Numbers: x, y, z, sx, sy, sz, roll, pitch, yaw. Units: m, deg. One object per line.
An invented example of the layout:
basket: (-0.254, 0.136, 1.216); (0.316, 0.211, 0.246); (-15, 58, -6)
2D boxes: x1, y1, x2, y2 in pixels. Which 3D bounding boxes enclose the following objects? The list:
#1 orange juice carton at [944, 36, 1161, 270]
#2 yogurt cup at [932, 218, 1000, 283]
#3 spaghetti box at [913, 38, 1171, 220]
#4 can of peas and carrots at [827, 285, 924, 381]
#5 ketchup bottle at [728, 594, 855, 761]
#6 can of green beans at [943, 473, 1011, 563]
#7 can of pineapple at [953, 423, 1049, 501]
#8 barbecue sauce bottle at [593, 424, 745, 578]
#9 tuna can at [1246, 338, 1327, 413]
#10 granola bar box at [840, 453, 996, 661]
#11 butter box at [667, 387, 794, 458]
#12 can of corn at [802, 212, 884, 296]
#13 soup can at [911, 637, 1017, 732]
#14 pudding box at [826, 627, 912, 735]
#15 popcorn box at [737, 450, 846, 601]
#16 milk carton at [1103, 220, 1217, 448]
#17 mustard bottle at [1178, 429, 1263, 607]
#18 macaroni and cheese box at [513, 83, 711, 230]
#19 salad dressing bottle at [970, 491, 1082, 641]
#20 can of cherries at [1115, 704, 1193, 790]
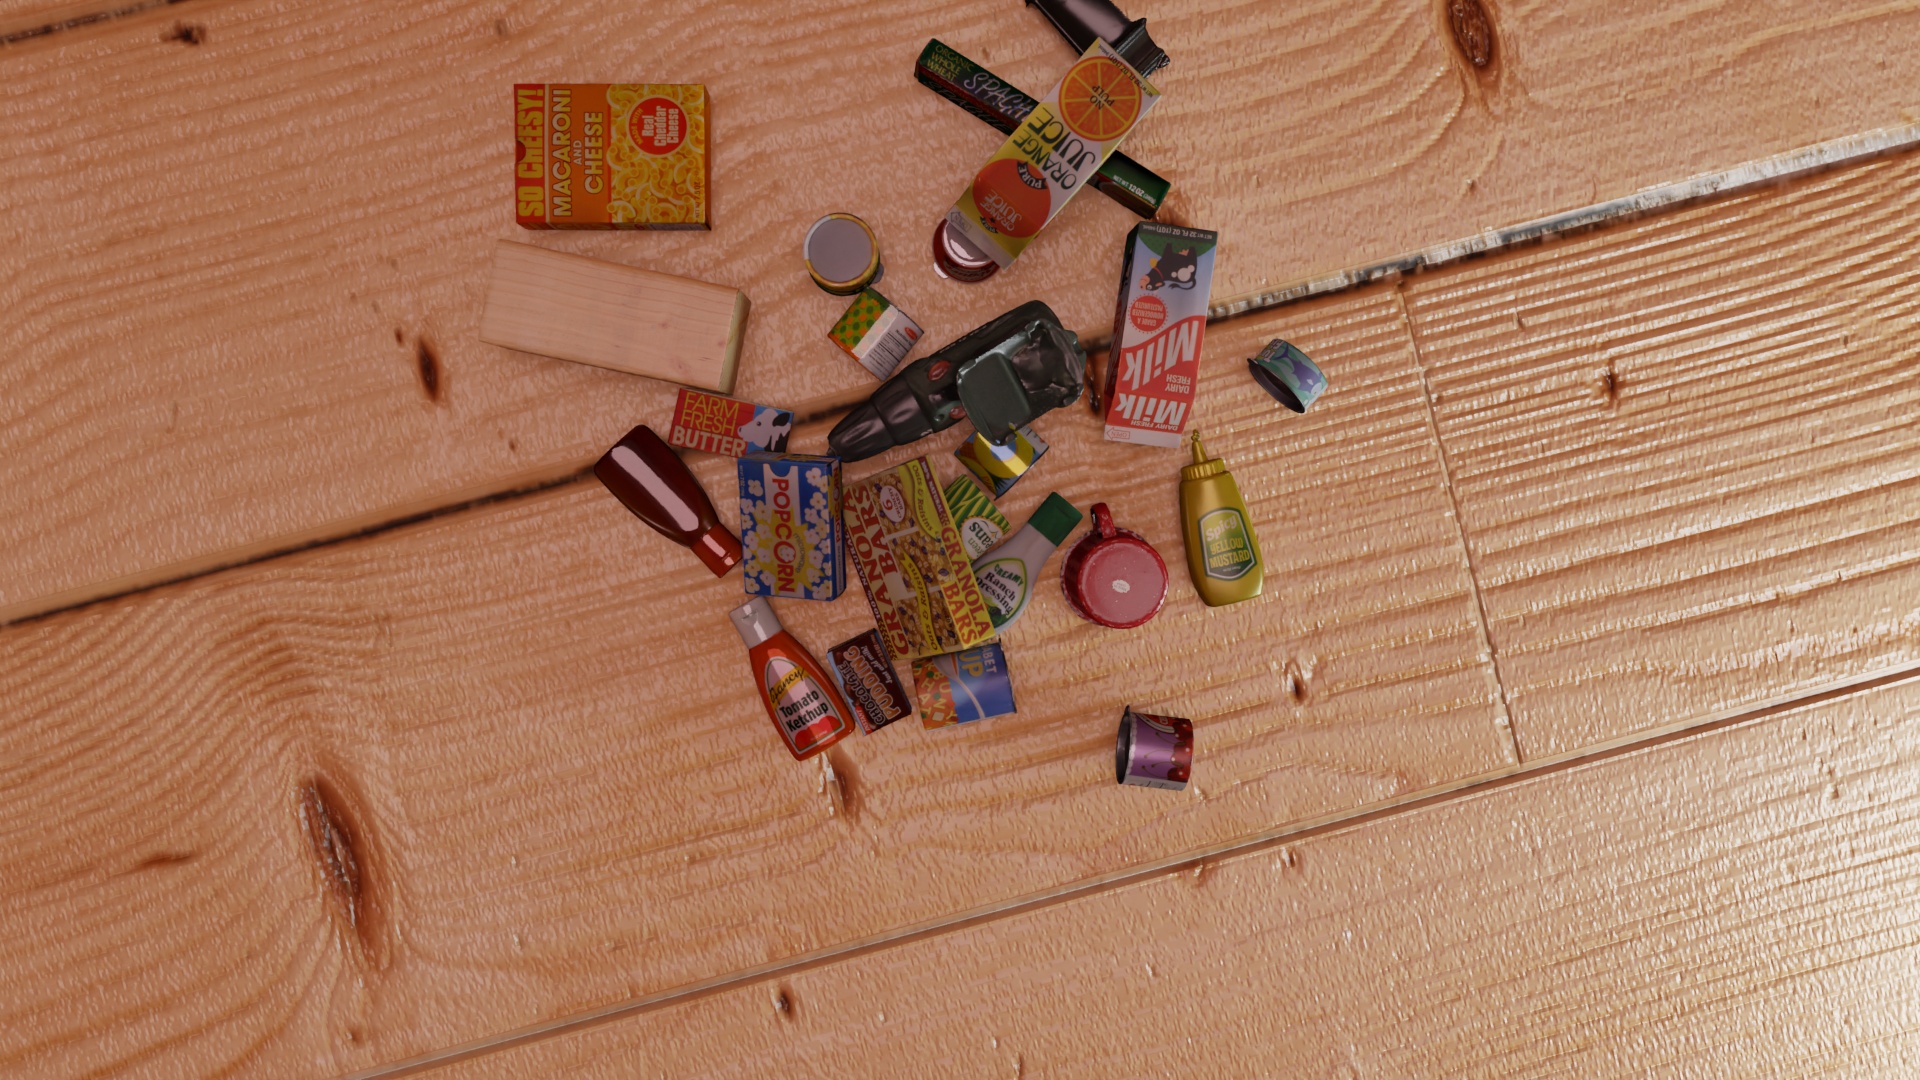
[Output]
orange juice carton: (0.076, -0.323, 1.175); (0.072, 0.073, 0.192); (42, 94, -4)
yogurt cup: (0.009, -0.266, 1.234); (0.072, 0.054, 0.072); (0, 92, -3)
spaghetti box: (0.072, -0.365, 1.235); (0.250, 0.050, 0.028); (31, 90, -3)
can of peas and carrots: (-0.077, -0.184, 1.229); (0.071, 0.071, 0.058); (39, 91, -3)
ketchup bottle: (-0.156, 0.120, 1.246); (0.065, 0.043, 0.148); (-30, 92, 1)
can of green beans: (0.003, -0.017, 1.236); (0.058, 0.071, 0.071); (-41, 93, 0)
can of pineapple: (0.035, -0.079, 1.235); (0.058, 0.071, 0.071); (44, 90, -3)
barbecue sauce bottle: (-0.254, -0.031, 1.237); (0.065, 0.043, 0.148); (-45, 94, -7)
tuna can: (0.292, -0.149, 1.242); (0.071, 0.071, 0.033); (43, 89, -3)
granola bar box: (-0.045, 0.019, 1.208); (0.039, 0.124, 0.165); (-22, 93, -34)
butter box: (-0.205, -0.101, 1.238); (0.103, 0.024, 0.053); (11, 91, -14)
can of corn: (-0.102, -0.251, 1.228); (0.071, 0.058, 0.071); (0, 92, -2)
soup can: (0.002, 0.128, 1.240); (0.084, 0.071, 0.071); (-12, 93, -1)
pudding box: (-0.083, 0.128, 1.256); (0.050, 0.030, 0.083); (-24, 93, 0)
popcorn box: (-0.147, -0.013, 1.219); (0.085, 0.038, 0.126); (5, 108, 17)
milk carton: (0.174, -0.180, 1.233); (0.072, 0.073, 0.190); (7, 92, -2)
mustard bottle: (0.228, -0.022, 1.253); (0.065, 0.049, 0.160); (-15, 93, -3)
macaroni and cheese box: (-0.306, -0.338, 1.226); (0.166, 0.040, 0.123); (0, 91, -2)
salad dressing bottle: (0.050, 0.022, 1.250); (0.064, 0.044, 0.147); (40, 90, -2)
can of cherries: (0.174, 0.187, 1.249); (0.058, 0.071, 0.071); (7, 92, -2)
